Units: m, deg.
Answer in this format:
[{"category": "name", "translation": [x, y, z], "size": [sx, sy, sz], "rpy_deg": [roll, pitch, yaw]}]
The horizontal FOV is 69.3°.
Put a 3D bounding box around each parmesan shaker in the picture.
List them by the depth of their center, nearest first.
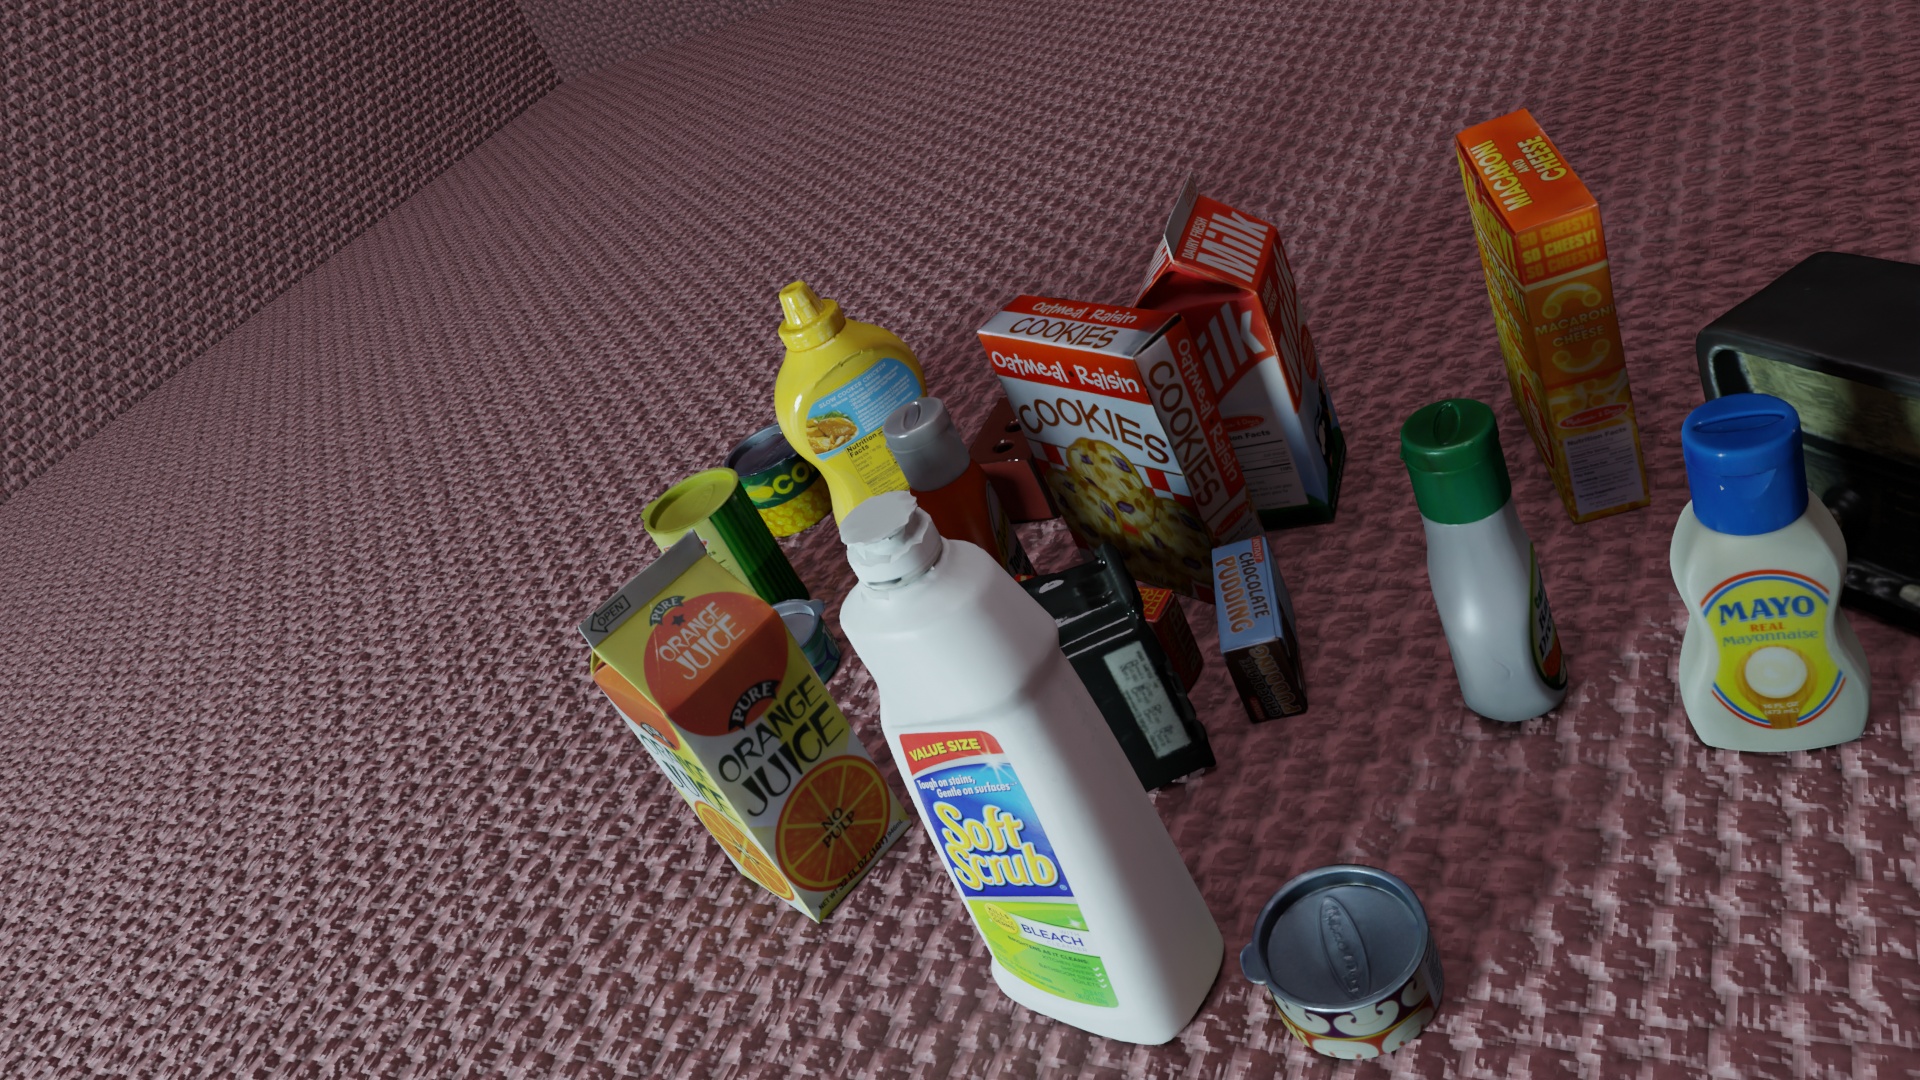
[{"category": "parmesan shaker", "translation": [-0.151, 0.013, 0.897], "size": [0.071, 0.102, 0.072], "rpy_deg": [-20, 32, 13]}]

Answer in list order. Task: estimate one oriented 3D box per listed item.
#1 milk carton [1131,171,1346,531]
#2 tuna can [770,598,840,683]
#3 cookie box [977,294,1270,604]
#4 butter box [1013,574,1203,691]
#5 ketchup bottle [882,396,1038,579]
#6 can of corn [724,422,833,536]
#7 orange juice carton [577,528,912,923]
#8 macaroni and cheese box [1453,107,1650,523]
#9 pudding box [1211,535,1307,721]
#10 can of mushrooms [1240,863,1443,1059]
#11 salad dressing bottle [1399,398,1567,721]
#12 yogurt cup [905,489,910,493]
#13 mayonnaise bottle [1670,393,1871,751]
[{"category": "milk carton", "translation": [0.147, -0.100, 0.753], "size": [0.073, 0.189, 0.073], "rpy_deg": [-8, 36, 29]}, {"category": "tuna can", "translation": [-0.107, 0.068, 0.851], "size": [0.071, 0.032, 0.071], "rpy_deg": [-19, 32, 13]}, {"category": "cookie box", "translation": [0.090, -0.049, 0.744], "size": [0.040, 0.166, 0.123], "rpy_deg": [-42, 34, -22]}, {"category": "butter box", "translation": [0.073, 0.048, 0.726], "size": [0.103, 0.053, 0.024], "rpy_deg": [4, 44, 41]}, {"category": "ketchup bottle", "translation": [0.003, -0.010, 0.771], "size": [0.043, 0.148, 0.065], "rpy_deg": [-18, 33, 16]}, {"category": "can of corn", "translation": [-0.127, -0.045, 1.006], "size": [0.071, 0.058, 0.071], "rpy_deg": [-19, 32, 13]}, {"category": "orange juice carton", "translation": [-0.107, 0.088, 0.669], "size": [0.073, 0.192, 0.072], "rpy_deg": [14, 50, 48]}, {"category": "macaroni and cheese box", "translation": [0.290, -0.110, 0.684], "size": [0.040, 0.165, 0.124], "rpy_deg": [-17, 33, 17]}, {"category": "pudding box", "translation": [0.146, 0.042, 0.682], "size": [0.030, 0.049, 0.084], "rpy_deg": [-17, 33, 17]}, {"category": "can of mushrooms", "translation": [0.145, 0.160, 0.527], "size": [0.071, 0.033, 0.071], "rpy_deg": [-19, 32, 13]}, {"category": "salad dressing bottle", "translation": [0.218, 0.010, 0.580], "size": [0.044, 0.147, 0.064], "rpy_deg": [-8, 36, 29]}, {"category": "yogurt cup", "translation": [-0.023, 0.007, 0.857], "size": [0.072, 0.053, 0.073], "rpy_deg": [-19, 32, 13]}, {"category": "mayonnaise bottle", "translation": [0.296, 0.015, 0.514], "size": [0.064, 0.147, 0.041], "rpy_deg": [-9, 36, 28]}]
